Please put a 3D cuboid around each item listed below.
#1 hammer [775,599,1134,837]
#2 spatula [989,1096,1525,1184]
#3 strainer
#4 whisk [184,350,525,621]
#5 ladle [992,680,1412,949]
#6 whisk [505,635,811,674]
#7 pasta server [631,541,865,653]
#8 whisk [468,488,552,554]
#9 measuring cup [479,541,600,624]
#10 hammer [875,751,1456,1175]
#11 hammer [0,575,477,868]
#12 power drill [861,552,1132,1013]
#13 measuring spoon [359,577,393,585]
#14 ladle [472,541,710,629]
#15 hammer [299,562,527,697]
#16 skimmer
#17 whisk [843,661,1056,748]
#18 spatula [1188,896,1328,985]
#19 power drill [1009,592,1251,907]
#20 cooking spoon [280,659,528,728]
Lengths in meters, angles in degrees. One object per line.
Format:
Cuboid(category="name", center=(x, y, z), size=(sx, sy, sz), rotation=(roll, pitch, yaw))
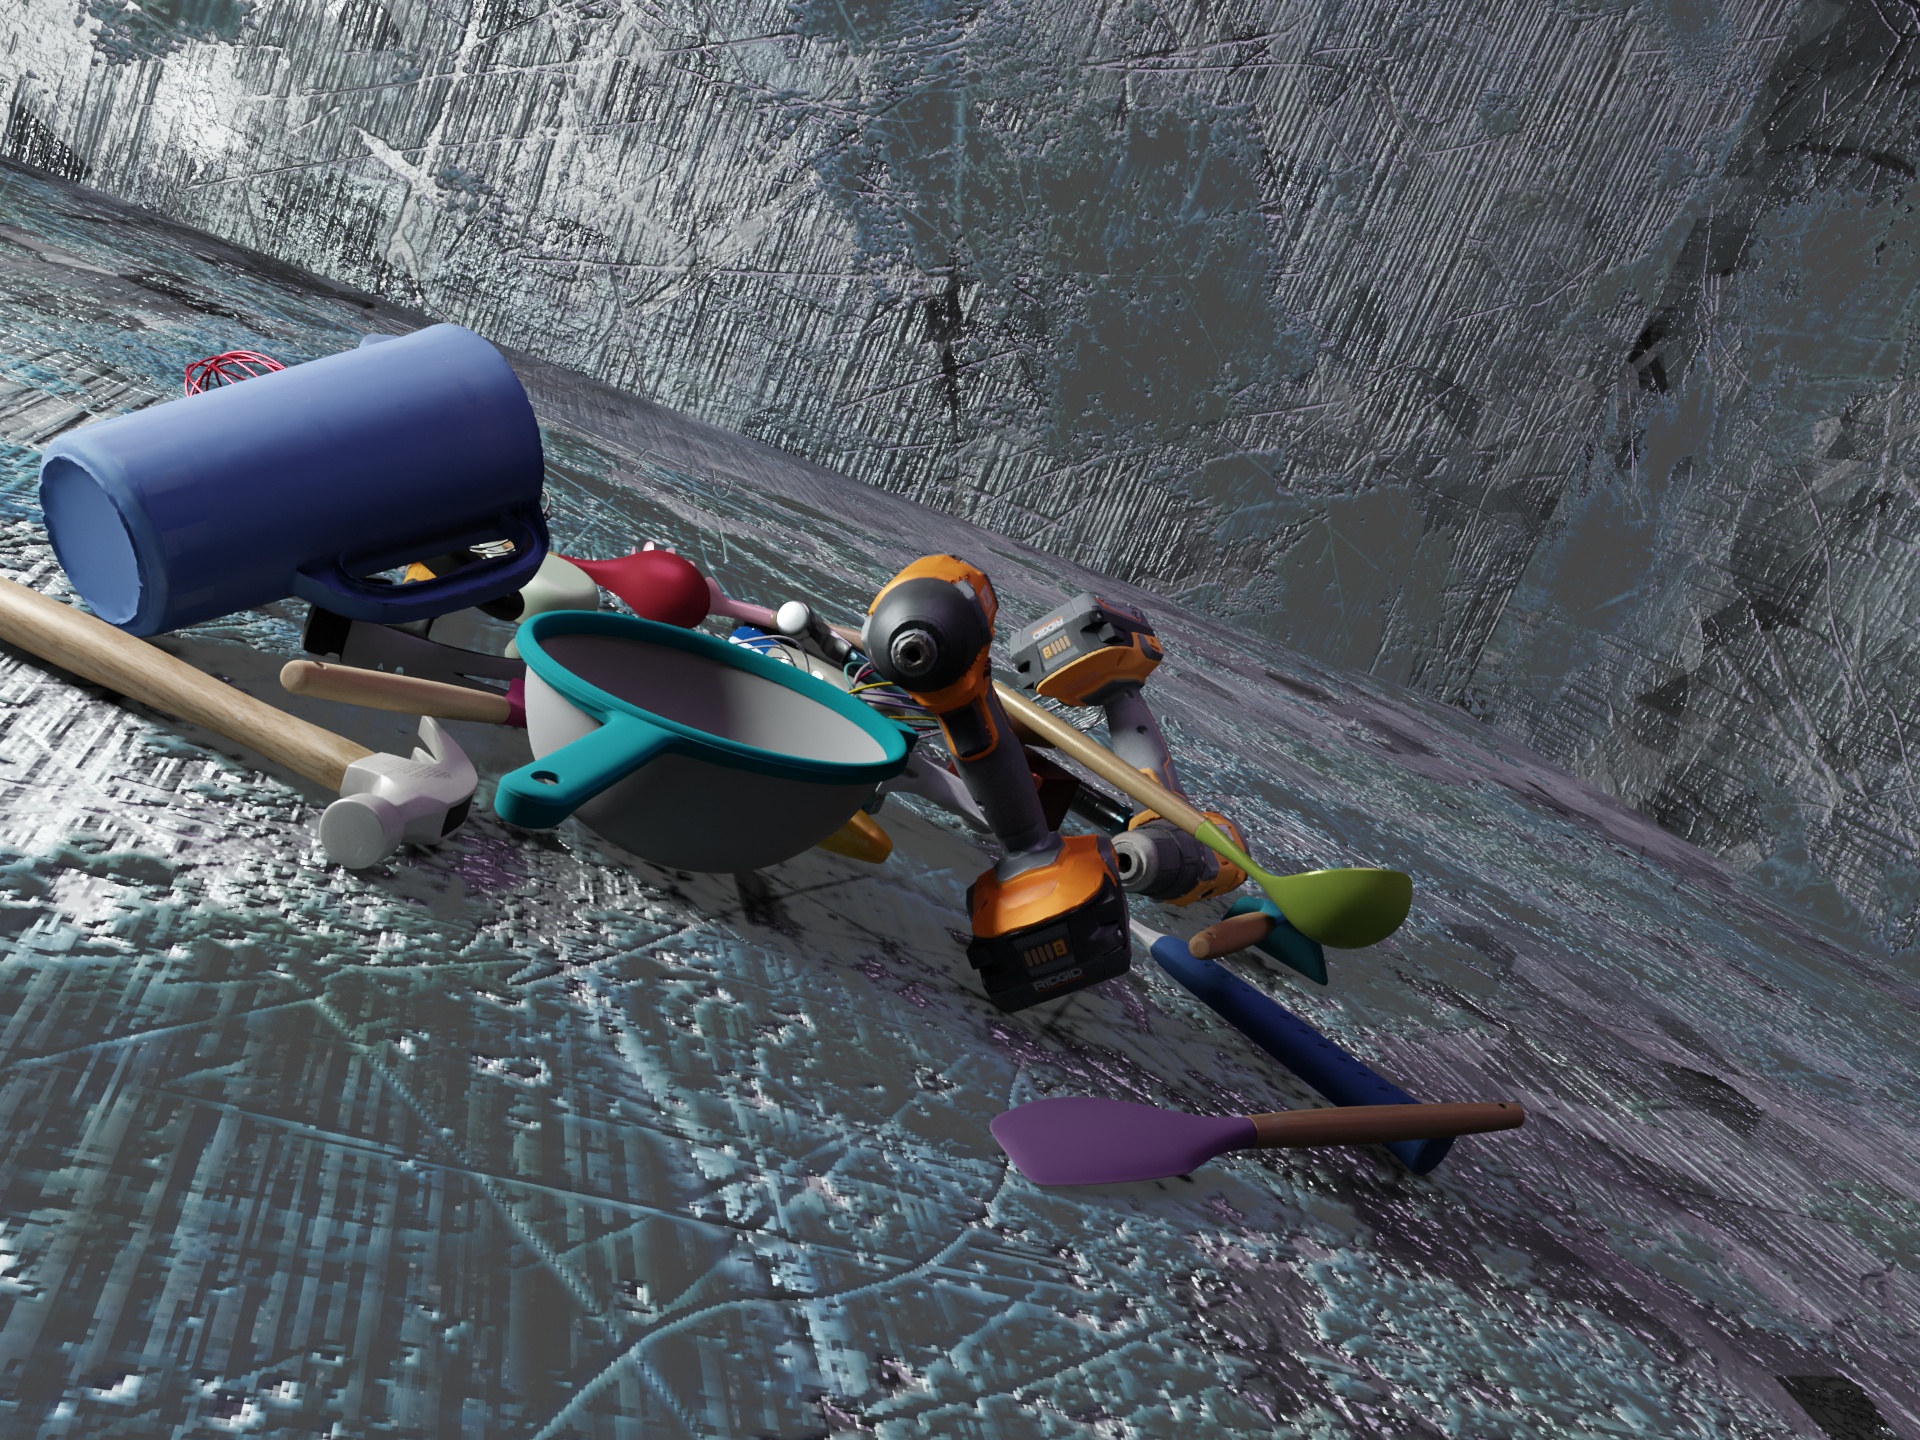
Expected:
Cuboid(category="hammer", center=(0.005, 0.007, 1.259), size=(0.331, 0.033, 0.128), rotation=(31, -4, 18))
Cuboid(category="spatula", center=(0.152, 0.191, 0.746), size=(0.315, 0.018, 0.060), rotation=(6, 21, -30))
Cuboid(category="strainer", center=(-0.151, 0.034, 0.775), size=(0.211, 0.095, 0.340), rotation=(22, 14, 5))
Cuboid(category="whisk", center=(-0.391, -0.151, 1.024), size=(0.296, 0.073, 0.073), rotation=(36, 15, 13))
Cuboid(category="ladle", center=(0.139, 0.045, 1.004), size=(0.320, 0.062, 0.078), rotation=(35, 0, 32))
Cuboid(category="whisk", center=(-0.202, -0.038, 1.104), size=(0.246, 0.059, 0.058), rotation=(4, 10, -44))
Cuboid(category="pasta server", center=(-0.133, -0.086, 1.359), size=(0.316, 0.040, 0.060), rotation=(15, -28, -1))
Cuboid(category="whisk", center=(-0.383, -0.141, 1.074), size=(0.239, 0.055, 0.055), rotation=(3, 7, 16))
Cuboid(category="measuring cup", center=(-0.326, -0.120, 1.186), size=(0.083, 0.038, 0.168), rotation=(9, 30, -48))
Cuboid(category="hammer", center=(0.108, 0.128, 0.935), size=(0.406, 0.035, 0.144), rotation=(34, 4, 37))
Cuboid(category="hammer", center=(-0.379, -0.022, 0.746), size=(0.331, 0.031, 0.130), rotation=(24, 12, 6))
Cuboid(category="power drill", center=(0.015, 0.028, 0.817), size=(0.084, 0.226, 0.164), rotation=(-21, 8, 9))
Cuboid(category="measuring spoon", center=(-0.393, -0.091, 0.935), size=(0.128, 0.021, 0.042), rotation=(3, 16, 13))
Cuboid(category="ladle", center=(-0.346, -0.131, 1.258), size=(0.315, 0.069, 0.031), rotation=(12, -25, -22))
Cuboid(category="hammer", center=(-0.350, -0.085, 1.065), size=(0.127, 0.034, 0.337), rotation=(18, 13, -19))
Cuboid(category="skimmer", center=(-0.022, -0.063, 1.437), size=(0.363, 0.090, 0.127), rotation=(18, -20, -10))
Cuboid(category="whisk", center=(-0.003, -0.003, 1.082), size=(0.051, 0.047, 0.244), rotation=(46, 19, 31))
Cuboid(category="spatula", center=(0.170, 0.133, 0.943), size=(0.082, 0.044, 0.317), rotation=(31, 7, 20))
Cuboid(category="power drill", center=(0.116, 0.026, 1.127), size=(0.185, 0.084, 0.226), rotation=(4, 59, -62))
Cuboid(category="cooking spoon", center=(-0.251, -0.007, 0.820), size=(0.069, 0.017, 0.318), rotation=(37, 3, 11))
